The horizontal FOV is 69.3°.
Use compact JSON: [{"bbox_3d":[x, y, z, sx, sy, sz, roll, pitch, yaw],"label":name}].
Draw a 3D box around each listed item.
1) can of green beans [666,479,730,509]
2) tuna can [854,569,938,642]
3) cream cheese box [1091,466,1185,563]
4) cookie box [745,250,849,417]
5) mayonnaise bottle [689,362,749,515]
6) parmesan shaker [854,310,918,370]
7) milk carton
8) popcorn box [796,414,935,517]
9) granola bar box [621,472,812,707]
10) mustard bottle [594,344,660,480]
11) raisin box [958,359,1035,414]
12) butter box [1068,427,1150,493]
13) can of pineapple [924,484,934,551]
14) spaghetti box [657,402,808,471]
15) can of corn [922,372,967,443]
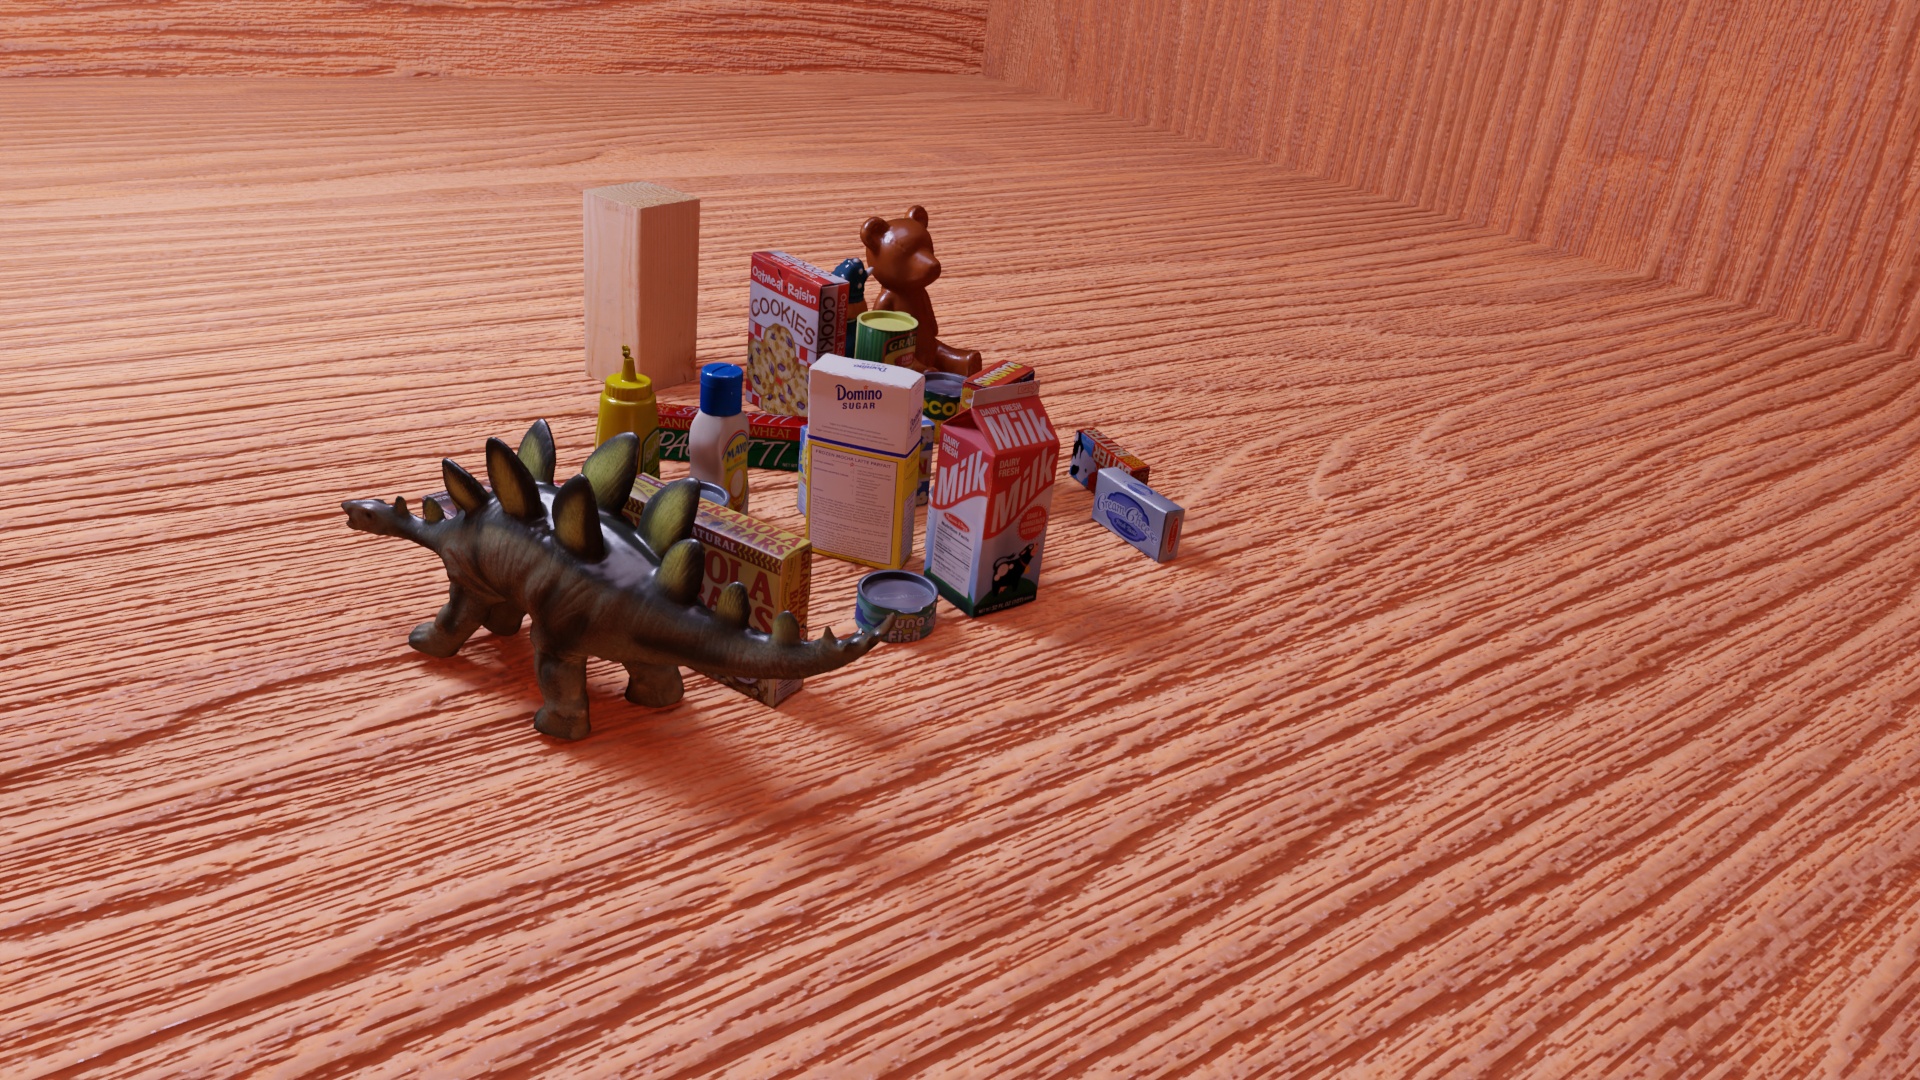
[{"bbox_3d":[-0.230,-0.012,1.181,0.071,0.057,0.071,5,26,-3],"label":"can of green beans"},{"bbox_3d":[-0.051,0.054,1.120,0.071,0.032,0.071,5,27,-3],"label":"tuna can"},{"bbox_3d":[0.165,-0.025,1.306,0.024,0.053,0.104,-11,32,-32],"label":"cream cheese box"},{"bbox_3d":[-0.174,-0.208,1.461,0.040,0.166,0.123,-17,35,-40],"label":"cookie box"},{"bbox_3d":[-0.212,-0.081,1.222,0.041,0.147,0.065,17,28,20],"label":"mayonnaise bottle"},{"bbox_3d":[-0.083,-0.194,1.527,0.071,0.102,0.071,5,26,-3],"label":"parmesan shaker"},{"bbox_3d":[0.027,-0.040,1.150,0.072,0.189,0.073,-14,33,-36],"label":"milk carton"},{"bbox_3d":[-0.088,-0.070,1.299,0.127,0.084,0.038,-10,31,-31],"label":"popcorn box"},{"bbox_3d":[-0.186,0.034,1.025,0.166,0.123,0.039,21,30,27],"label":"granola bar box"},{"bbox_3d":[-0.291,-0.094,1.215,0.049,0.159,0.065,10,26,6],"label":"mustard bottle"},{"bbox_3d":[0.031,-0.106,1.356,0.040,0.122,0.086,19,29,24],"label":"raisin box"},{"bbox_3d":[0.149,-0.069,1.390,0.024,0.053,0.104,-8,30,-28],"label":"butter box"},{"bbox_3d":[0.004,-0.016,1.244,0.071,0.057,0.071,5,26,-3],"label":"can of pineapple"},{"bbox_3d":[-0.201,-0.099,1.370,0.250,0.050,0.029,5,26,-4],"label":"spaghetti box"},{"bbox_3d":[-0.018,-0.141,1.487,0.071,0.058,0.071,5,26,-3],"label":"can of corn"}]
